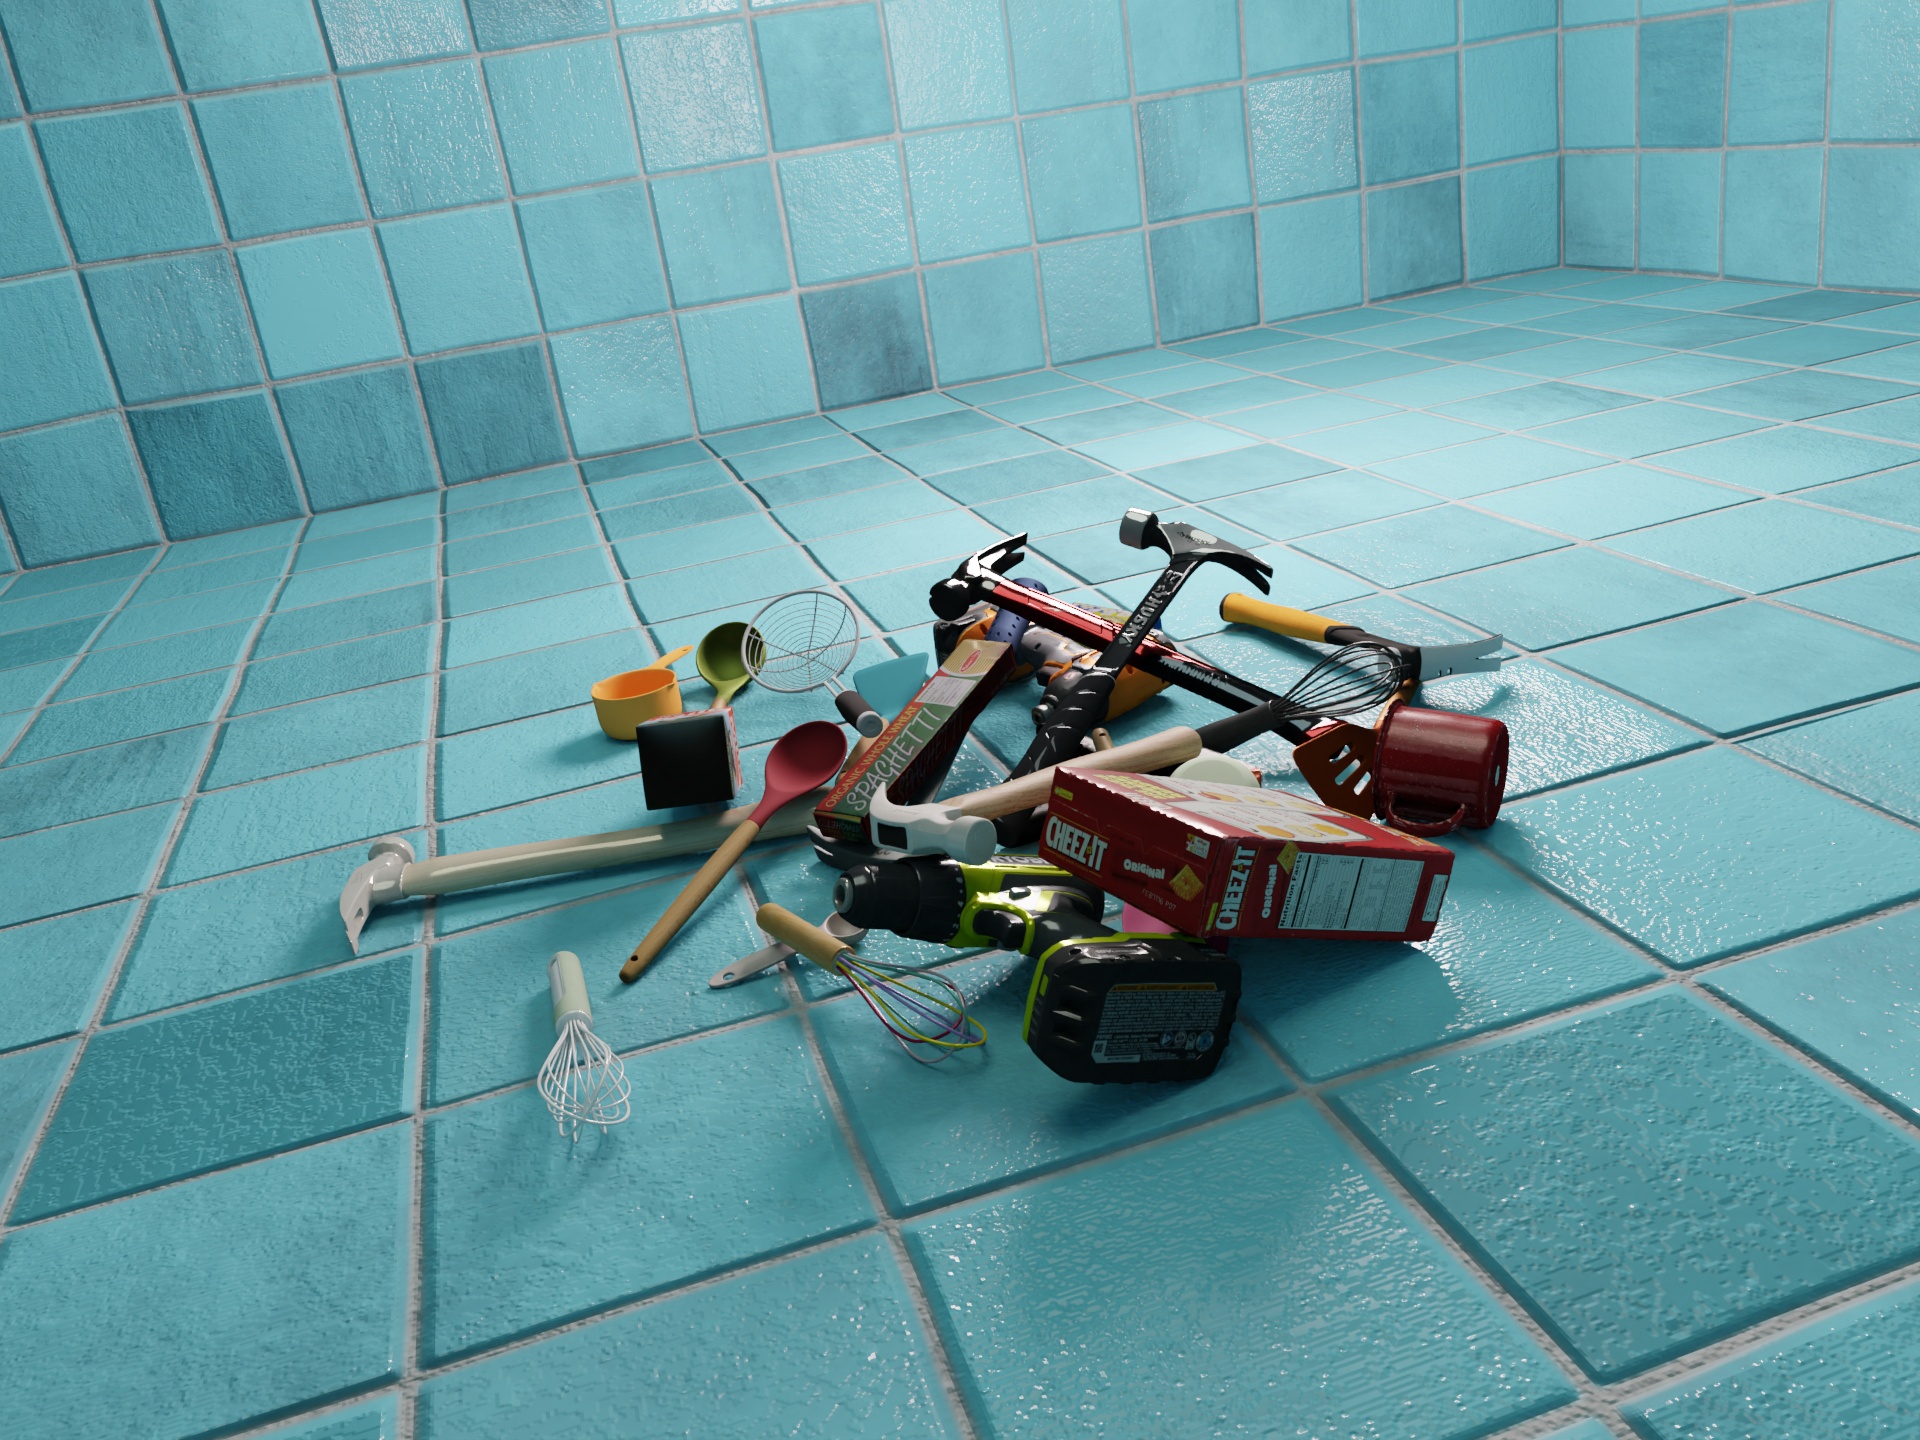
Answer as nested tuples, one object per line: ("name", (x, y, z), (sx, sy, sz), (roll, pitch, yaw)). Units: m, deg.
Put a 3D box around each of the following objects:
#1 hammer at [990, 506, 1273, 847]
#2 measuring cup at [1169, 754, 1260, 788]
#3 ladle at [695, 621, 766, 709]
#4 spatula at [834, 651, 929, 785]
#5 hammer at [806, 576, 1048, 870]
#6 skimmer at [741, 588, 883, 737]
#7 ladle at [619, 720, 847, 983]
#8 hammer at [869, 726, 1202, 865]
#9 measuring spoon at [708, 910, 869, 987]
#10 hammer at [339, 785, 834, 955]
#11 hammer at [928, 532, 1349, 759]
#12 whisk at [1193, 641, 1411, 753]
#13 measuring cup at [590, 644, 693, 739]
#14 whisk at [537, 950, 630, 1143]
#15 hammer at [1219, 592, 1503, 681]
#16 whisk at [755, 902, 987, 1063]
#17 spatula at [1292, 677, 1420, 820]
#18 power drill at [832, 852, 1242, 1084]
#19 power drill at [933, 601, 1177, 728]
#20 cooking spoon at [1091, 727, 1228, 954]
("hammer", (0.125, -0.040, 1.311), (0.149, 0.036, 0.409), (20, 48, 21))
("measuring cup", (0.230, 0.069, 1.182), (0.168, 0.038, 0.083), (11, 54, 26))
("ladle", (-0.250, -0.017, 1.599), (0.078, 0.062, 0.320), (-11, 23, 7))
("spatula", (-0.083, 0.002, 1.471), (0.082, 0.044, 0.317), (-15, 13, 11))
("hammer", (-0.002, -0.004, 1.378), (0.144, 0.035, 0.406), (-1, 36, 22))
("skimmer", (-0.133, -0.055, 1.515), (0.127, 0.090, 0.363), (-30, 17, -6))
("ladle", (-0.177, 0.099, 1.253), (0.069, 0.031, 0.315), (9, 37, 23))
("hammer", (0.065, 0.046, 1.144), (0.130, 0.031, 0.331), (7, 14, 42))
("measuring spoon", (-0.120, 0.168, 1.136), (0.124, 0.018, 0.034), (-22, 32, -15))
("hammer", (-0.298, 0.112, 1.314), (0.410, 0.038, 0.146), (-10, 23, -2))
("hammer", (0.167, -0.066, 1.404), (0.386, 0.038, 0.143), (26, 39, 25))
("whisk", (0.252, -0.004, 1.278), (0.239, 0.055, 0.055), (-26, 8, 37))
("measuring cup", (-0.317, -0.030, 1.664), (0.095, 0.052, 0.174), (-1, 21, 19))
("whisk", (-0.255, 0.205, 1.047), (0.059, 0.058, 0.246), (21, 7, -21))
("hammer", (0.363, -0.087, 1.533), (0.127, 0.034, 0.337), (-6, 15, -24))
("whisk", (-0.068, 0.167, 1.055), (0.047, 0.051, 0.245), (-32, 31, -28))
("spatula", (0.346, 0.005, 1.316), (0.041, 0.081, 0.322), (-40, -3, 28))
("power drill", (0.044, 0.139, 0.987), (0.190, 0.080, 0.229), (6, 12, -32))
("power drill", (0.075, -0.051, 1.524), (0.164, 0.084, 0.227), (-27, 31, -34))
("cooking spoon", (0.132, 0.089, 1.169), (0.068, 0.017, 0.319), (-10, 31, -2))
